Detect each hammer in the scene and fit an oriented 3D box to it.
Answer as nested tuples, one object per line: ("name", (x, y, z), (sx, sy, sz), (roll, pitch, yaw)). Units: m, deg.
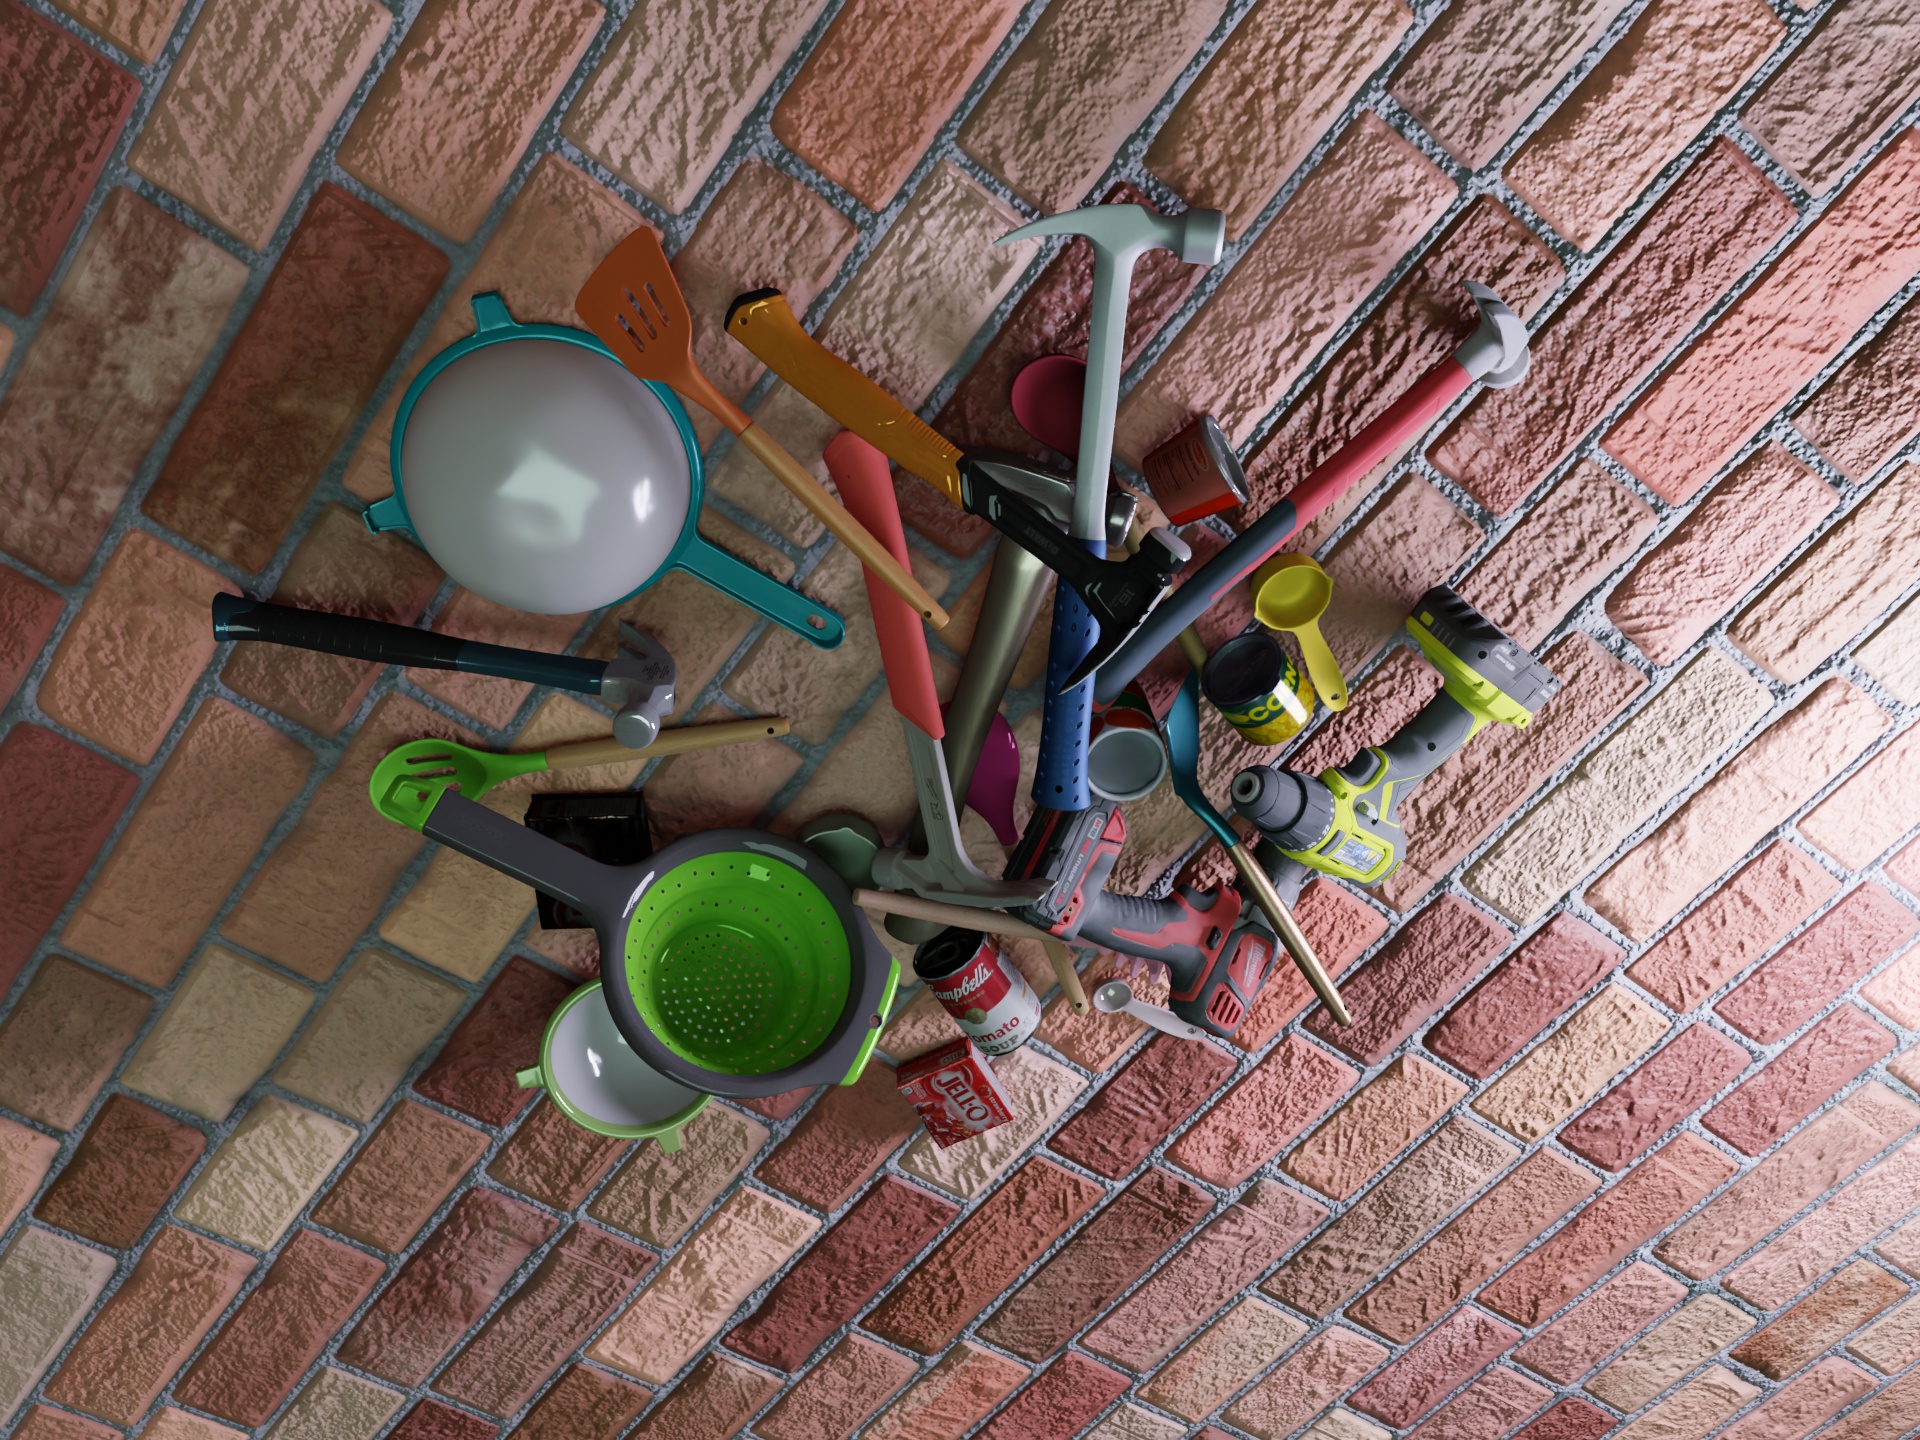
("hammer", (-0.019, -0.162, 1.036), (0.337, 0.034, 0.127), (38, 114, 2))
("hammer", (-0.002, -0.004, 1.185), (0.146, 0.038, 0.410), (18, 119, 1))
("hammer", (0.219, -0.141, 1.086), (0.386, 0.143, 0.038), (-41, 71, 17))
("hammer", (-0.360, -0.047, 1.109), (0.331, 0.128, 0.033), (9, 118, 0))
("hammer", (0.079, -0.134, 1.060), (0.144, 0.035, 0.405), (7, 109, 6))
("hammer", (-0.029, -0.034, 1.131), (0.149, 0.037, 0.359), (2, 113, 33))

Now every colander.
("colander", (-0.245, 0.153, 1.189), (0.397, 0.205, 0.094), (28, 149, -8))

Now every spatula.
("spatula", (-0.121, -0.179, 1.048), (0.081, 0.041, 0.322), (-38, 107, 28))
("spatula", (0.228, 0.110, 1.209), (0.044, 0.082, 0.317), (-23, 110, 34))

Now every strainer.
("strainer", (-0.239, 0.217, 1.299), (0.151, 0.069, 0.256), (30, 96, -19))
("strainer", (-0.227, -0.120, 1.078), (0.340, 0.095, 0.211), (29, 113, -18))

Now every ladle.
("ladle", (0.125, -0.133, 1.141), (0.069, 0.031, 0.315), (-19, 123, 22))

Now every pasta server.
("pasta server", (0.057, 0.174, 1.269), (0.316, 0.060, 0.040), (14, 83, -26))

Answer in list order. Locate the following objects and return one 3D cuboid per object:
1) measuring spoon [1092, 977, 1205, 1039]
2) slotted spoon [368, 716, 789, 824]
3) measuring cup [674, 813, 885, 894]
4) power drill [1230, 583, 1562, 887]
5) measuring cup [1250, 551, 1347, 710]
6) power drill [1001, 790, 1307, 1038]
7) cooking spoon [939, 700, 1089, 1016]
("measuring spoon", (0.163, 0.249, 1.375), (0.124, 0.018, 0.034), (28, 114, -26))
("slotted spoon", (-0.285, 0.027, 1.198), (0.313, 0.031, 0.070), (-9, 114, -2))
("measuring cup", (-0.139, 0.100, 1.249), (0.167, 0.038, 0.083), (11, 119, -4))
("power drill", (0.316, 0.016, 1.179), (0.190, 0.080, 0.228), (25, 111, -43))
("measuring cup", (0.261, -0.065, 1.199), (0.062, 0.029, 0.156), (-25, 131, 10))
("power drill", (0.164, 0.124, 1.246), (0.226, 0.080, 0.188), (29, 85, -17))
("cooking spoon", (0.049, 0.117, 1.280), (0.069, 0.017, 0.318), (-20, 117, 6))
